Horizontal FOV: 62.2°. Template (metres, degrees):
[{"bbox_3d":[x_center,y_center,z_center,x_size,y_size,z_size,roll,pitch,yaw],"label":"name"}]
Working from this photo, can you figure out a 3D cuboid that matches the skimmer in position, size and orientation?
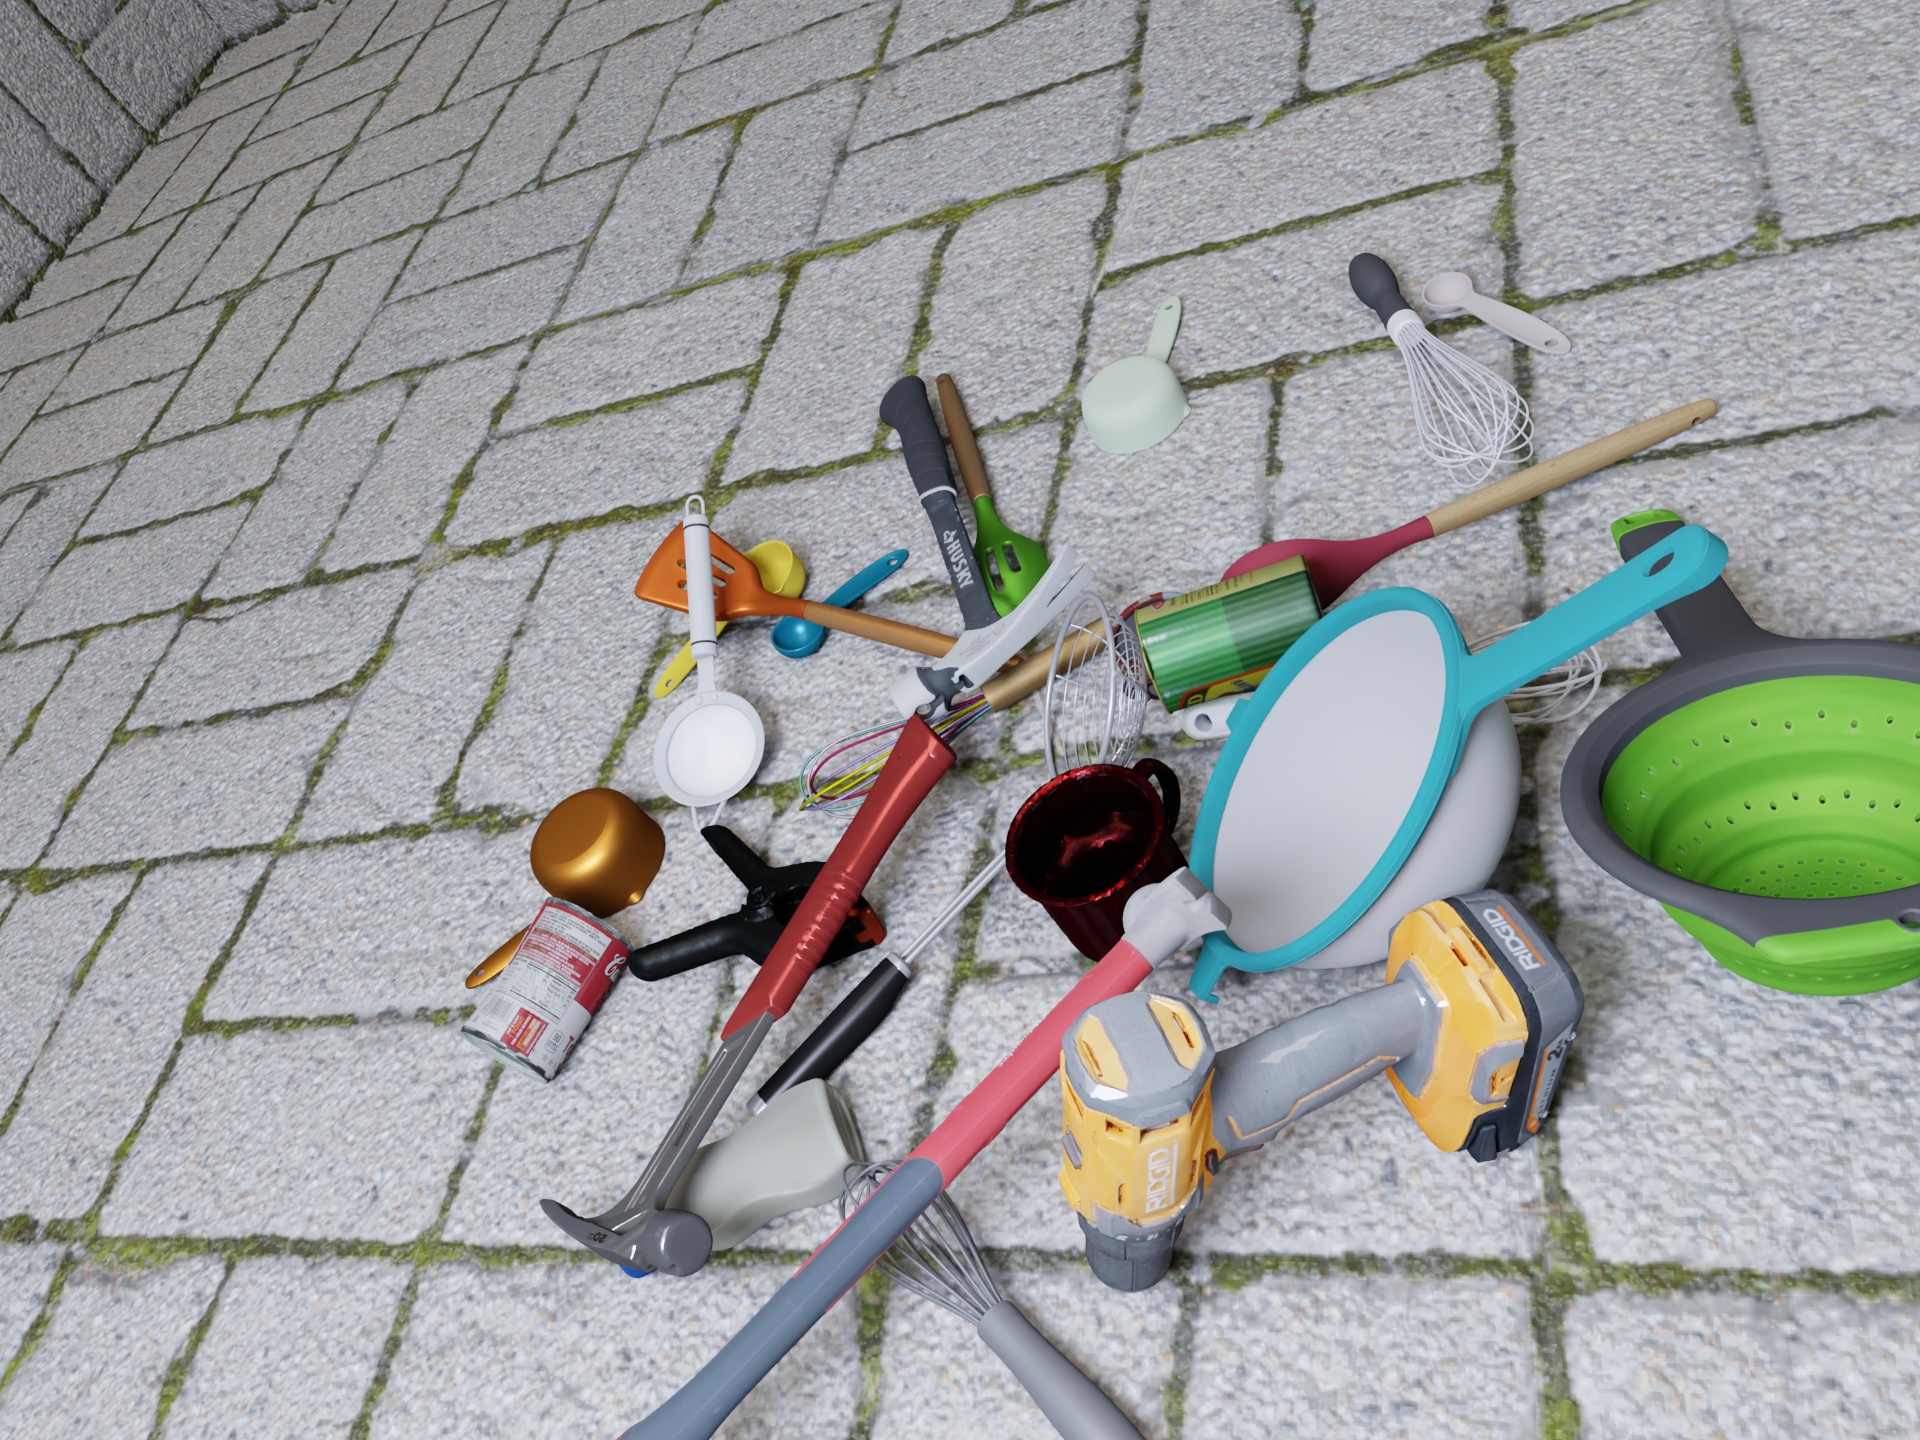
[{"bbox_3d":[-0.015,0.082,0.950,0.363,0.090,0.127,-46,11,-8],"label":"skimmer"}]

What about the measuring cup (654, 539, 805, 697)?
[{"bbox_3d":[-0.179,-0.072,1.239,0.156,0.029,0.062,-48,48,3],"label":"measuring cup"}]

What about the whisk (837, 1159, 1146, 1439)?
[{"bbox_3d":[0.016,0.293,0.778,0.055,0.055,0.239,-45,48,-11],"label":"whisk"}]

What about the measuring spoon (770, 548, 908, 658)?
[{"bbox_3d":[-0.087,-0.086,1.199,0.128,0.021,0.042,-39,47,-17],"label":"measuring spoon"}]

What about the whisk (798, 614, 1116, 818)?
[{"bbox_3d":[-0.002,-0.004,1.055,0.245,0.047,0.051,-30,55,-1],"label":"whisk"}]

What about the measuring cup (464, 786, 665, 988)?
[{"bbox_3d":[-0.290,0.117,1.112,0.173,0.052,0.095,-41,43,-9],"label":"measuring cup"}]

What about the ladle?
[{"bbox_3d":[0.309,-0.128,0.968,0.315,0.069,0.031,-23,46,4],"label":"ladle"}]

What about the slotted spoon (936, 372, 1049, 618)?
[{"bbox_3d":[0.010,-0.179,1.210,0.070,0.031,0.314,-28,42,13],"label":"slotted spoon"}]

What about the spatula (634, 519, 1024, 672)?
[{"bbox_3d":[-0.095,-0.079,1.150,0.323,0.041,0.081,16,64,31],"label":"spatula"}]

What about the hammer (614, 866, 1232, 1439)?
[{"bbox_3d":[-0.019,0.217,0.747,0.038,0.143,0.386,44,83,7],"label":"hammer"}]

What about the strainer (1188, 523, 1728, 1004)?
[{"bbox_3d":[0.245,0.017,0.765,0.340,0.095,0.211,-41,27,50],"label":"strainer"}]

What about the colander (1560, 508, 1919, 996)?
[{"bbox_3d":[0.389,0.012,0.779,0.204,0.094,0.397,-14,29,14],"label":"colander"}]

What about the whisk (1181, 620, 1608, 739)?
[{"bbox_3d":[0.241,-0.014,0.912,0.246,0.057,0.059,-9,13,31],"label":"whisk"}]

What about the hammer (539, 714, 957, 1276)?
[{"bbox_3d":[-0.106,0.146,0.923,0.149,0.036,0.359,-9,44,52],"label":"hammer"}]

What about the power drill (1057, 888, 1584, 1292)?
[{"bbox_3d":[0.152,0.178,0.724,0.226,0.185,0.084,-14,43,-12],"label":"power drill"}]

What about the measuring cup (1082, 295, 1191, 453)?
[{"bbox_3d":[0.139,-0.275,1.204,0.083,0.038,0.168,-2,54,30],"label":"measuring cup"}]

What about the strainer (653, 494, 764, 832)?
[{"bbox_3d":[-0.181,-0.042,1.144,0.087,0.050,0.259,-10,75,15],"label":"strainer"}]

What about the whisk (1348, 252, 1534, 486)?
[{"bbox_3d":[0.309,-0.248,1.069,0.070,0.070,0.285,-24,39,12],"label":"whisk"}]

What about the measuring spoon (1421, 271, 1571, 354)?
[{"bbox_3d":[0.367,-0.273,1.087,0.034,0.018,0.124,-40,50,-6],"label":"measuring spoon"}]

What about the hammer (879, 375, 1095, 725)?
[{"bbox_3d":[-0.010,-0.156,1.147,0.149,0.036,0.409,-37,34,15],"label":"hammer"}]
